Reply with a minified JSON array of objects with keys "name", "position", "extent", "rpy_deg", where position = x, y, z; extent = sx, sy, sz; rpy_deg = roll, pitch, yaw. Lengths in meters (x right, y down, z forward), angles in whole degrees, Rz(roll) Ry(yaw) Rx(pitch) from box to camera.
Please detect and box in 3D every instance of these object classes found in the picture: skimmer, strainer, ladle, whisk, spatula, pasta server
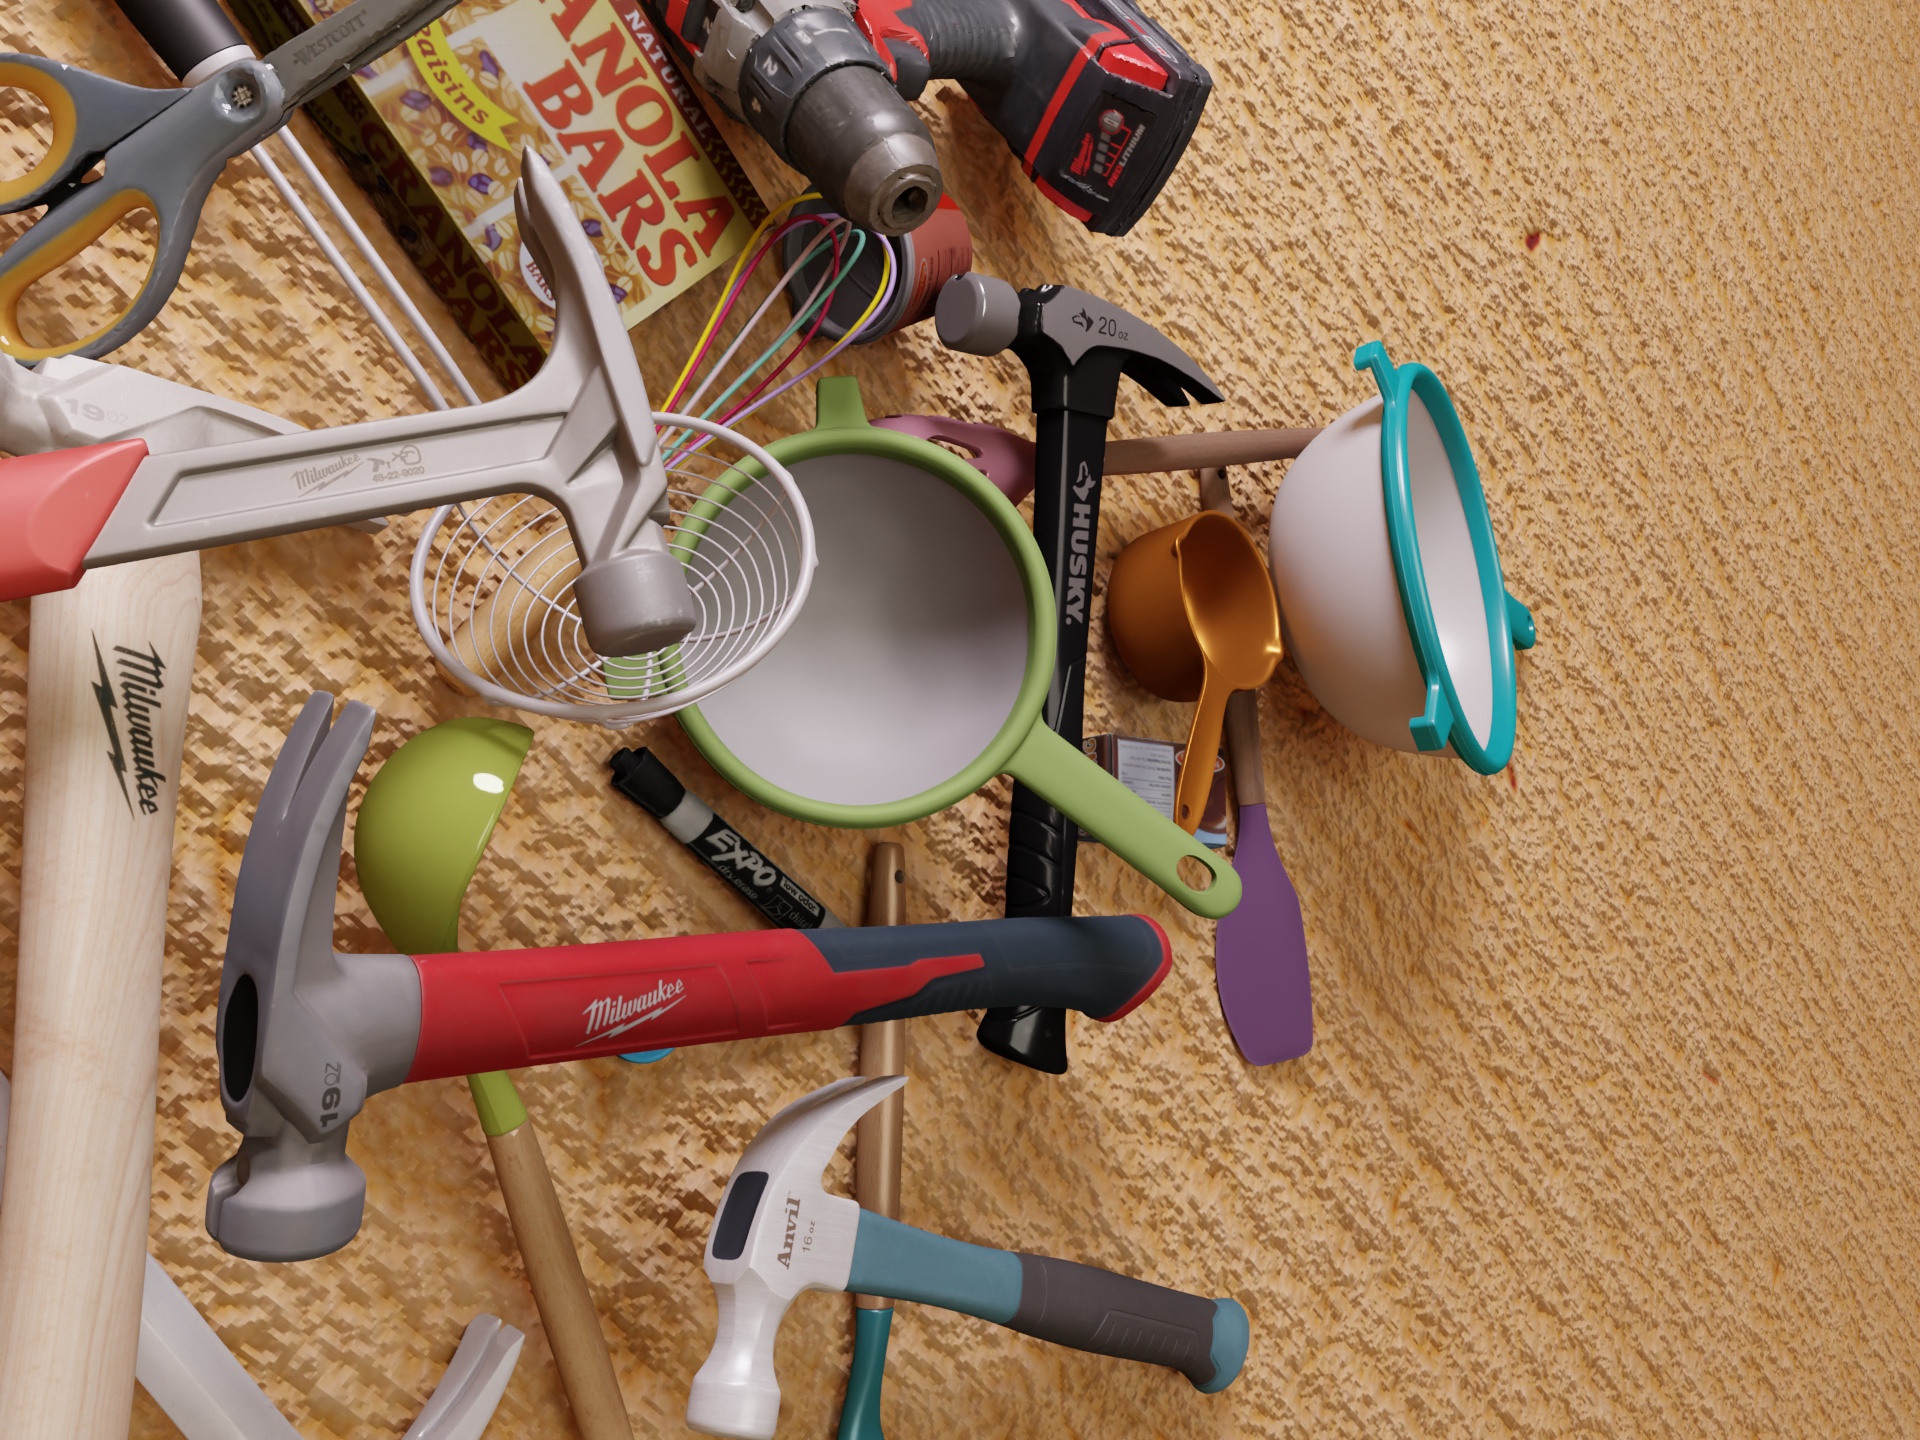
[{"name":"skimmer","position":[-0.184,-0.156,0.482],"extent":[0.127,0.090,0.363],"rpy_deg":[-40,102,-24]},{"name":"strainer","position":[0.245,-0.065,0.877],"extent":[0.340,0.095,0.211],"rpy_deg":[9,72,-61]},{"name":"ladle","position":[-0.131,0.154,0.527],"extent":[0.062,0.078,0.320],"rpy_deg":[-15,104,-7]},{"name":"whisk","position":[-0.108,-0.107,0.585],"extent":[0.245,0.051,0.047],"rpy_deg":[-53,135,-19]},{"name":"spatula","position":[-0.024,0.206,0.631],"extent":[0.082,0.044,0.317],"rpy_deg":[12,75,-50]},{"name":"strainer","position":[-0.001,-0.002,0.624],"extent":[0.256,0.069,0.151],"rpy_deg":[37,79,-8]},{"name":"spatula","position":[0.144,0.018,0.815],"extent":[0.059,0.018,0.316],"rpy_deg":[-4,88,-29]},{"name":"pasta server","position":[0.076,-0.124,0.757],"extent":[0.316,0.040,0.060],"rpy_deg":[-13,93,-40]}]

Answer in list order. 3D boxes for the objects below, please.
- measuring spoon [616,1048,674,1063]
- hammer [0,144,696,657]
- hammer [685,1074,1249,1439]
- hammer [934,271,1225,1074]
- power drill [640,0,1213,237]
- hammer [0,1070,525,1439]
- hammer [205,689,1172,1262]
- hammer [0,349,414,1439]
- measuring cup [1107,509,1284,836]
[{"name":"measuring spoon","position":[-0.091,0.108,0.608],"extent":[0.128,0.021,0.042],"rpy_deg":[10,77,-49]},{"name":"hammer","position":[-0.252,-0.053,0.389],"extent":[0.359,0.036,0.149],"rpy_deg":[-15,82,-25]},{"name":"hammer","position":[0.025,0.233,0.643],"extent":[0.330,0.033,0.128],"rpy_deg":[33,56,-43]},{"name":"hammer","position":[0.044,-0.013,0.688],"extent":[0.146,0.035,0.335],"rpy_deg":[1,93,-40]},{"name":"power drill","position":[-0.004,-0.253,0.635],"extent":[0.226,0.080,0.188],"rpy_deg":[-8,53,-41]},{"name":"hammer","position":[-0.273,0.093,0.437],"extent":[0.144,0.035,0.405],"rpy_deg":[-41,110,-36]},{"name":"hammer","position":[-0.048,0.073,0.537],"extent":[0.386,0.038,0.143],"rpy_deg":[4,97,-48]},{"name":"hammer","position":[-0.224,0.099,0.425],"extent":[0.146,0.038,0.411],"rpy_deg":[16,65,-47]},{"name":"measuring cup","position":[0.100,-0.017,0.745],"extent":[0.095,0.052,0.174],"rpy_deg":[40,53,-35]}]
